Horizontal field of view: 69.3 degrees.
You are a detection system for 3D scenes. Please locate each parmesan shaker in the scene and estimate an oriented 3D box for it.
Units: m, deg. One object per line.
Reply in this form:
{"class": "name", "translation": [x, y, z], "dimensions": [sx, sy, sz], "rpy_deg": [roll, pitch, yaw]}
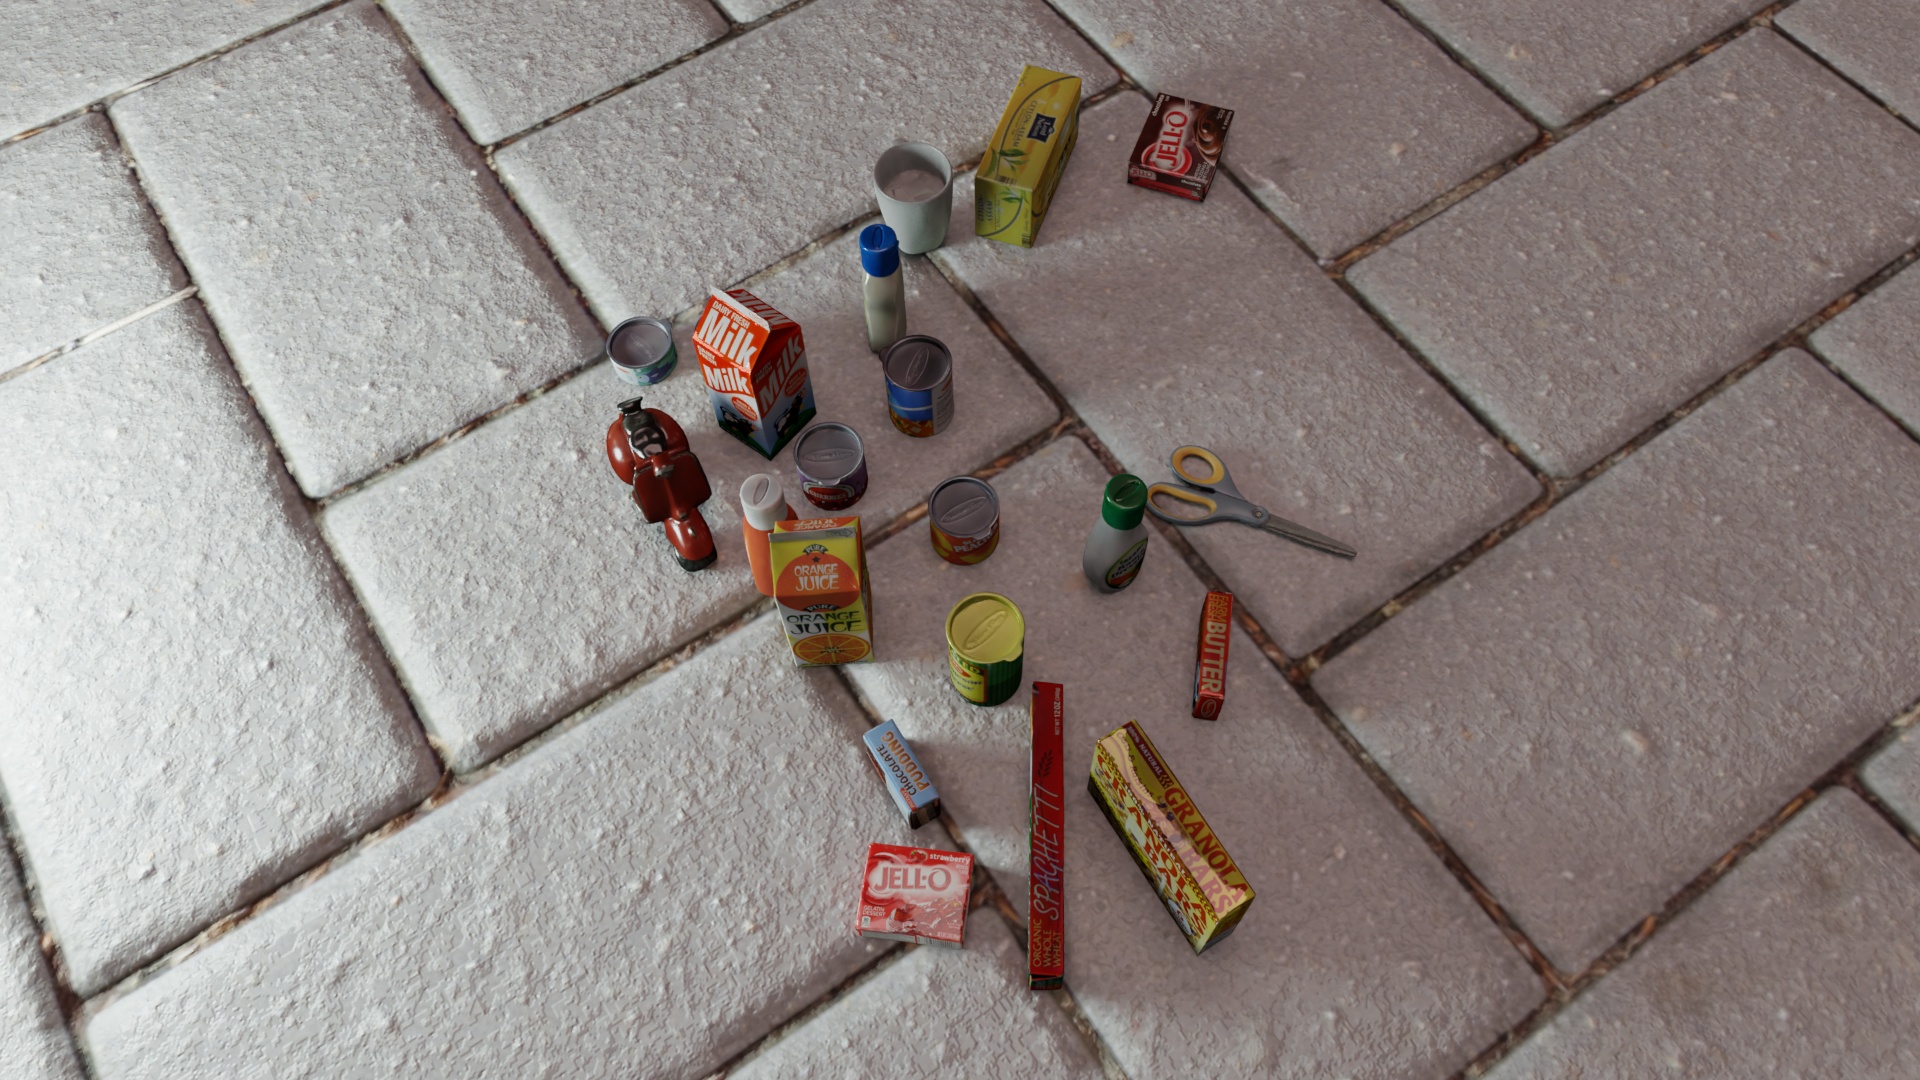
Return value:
{"class": "parmesan shaker", "translation": [0.024, 0.098, 1.202], "dimensions": [0.071, 0.102, 0.071], "rpy_deg": [0, 61, 1]}

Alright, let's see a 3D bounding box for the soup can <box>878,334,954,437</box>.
{"class": "soup can", "translation": [-0.042, -0.150, 1.352], "dimensions": [0.071, 0.083, 0.071], "rpy_deg": [0, 61, 1]}

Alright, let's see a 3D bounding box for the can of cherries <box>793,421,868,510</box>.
{"class": "can of cherries", "translation": [-0.123, -0.068, 1.322], "dimensions": [0.071, 0.058, 0.072], "rpy_deg": [0, 61, 1]}

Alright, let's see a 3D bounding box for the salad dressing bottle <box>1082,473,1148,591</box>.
{"class": "salad dressing bottle", "translation": [0.141, -0.007, 1.233], "dimensions": [0.064, 0.147, 0.044], "rpy_deg": [-36, 67, -17]}

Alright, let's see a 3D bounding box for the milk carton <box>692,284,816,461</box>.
{"class": "milk carton", "translation": [-0.193, -0.164, 1.302], "dimensions": [0.072, 0.189, 0.074], "rpy_deg": [33, 67, 18]}

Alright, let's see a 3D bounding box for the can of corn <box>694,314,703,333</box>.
{"class": "can of corn", "translation": [-0.228, -0.191, 1.393], "dimensions": [0.071, 0.058, 0.071], "rpy_deg": [0, 61, 1]}

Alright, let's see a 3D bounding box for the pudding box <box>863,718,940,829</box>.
{"class": "pudding box", "translation": [-0.050, 0.198, 1.179], "dimensions": [0.030, 0.049, 0.084], "rpy_deg": [-28, 64, -13]}

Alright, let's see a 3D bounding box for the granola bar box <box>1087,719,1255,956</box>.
{"class": "granola bar box", "translation": [0.165, 0.238, 1.111], "dimensions": [0.039, 0.123, 0.166], "rpy_deg": [-28, 64, -13]}

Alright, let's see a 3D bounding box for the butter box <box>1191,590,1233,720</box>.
{"class": "butter box", "translation": [0.222, 0.101, 1.225], "dimensions": [0.024, 0.053, 0.104], "rpy_deg": [8, 62, 5]}

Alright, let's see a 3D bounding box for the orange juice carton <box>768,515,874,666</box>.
{"class": "orange juice carton", "translation": [-0.117, 0.037, 1.188], "dimensions": [0.072, 0.191, 0.073], "rpy_deg": [-3, 61, -1]}

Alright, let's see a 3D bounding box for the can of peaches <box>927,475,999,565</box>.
{"class": "can of peaches", "translation": [0.005, -0.016, 1.292], "dimensions": [0.071, 0.057, 0.071], "rpy_deg": [0, 61, 1]}

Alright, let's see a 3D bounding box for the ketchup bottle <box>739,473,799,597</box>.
{"class": "ketchup bottle", "translation": [-0.168, -0.007, 1.238], "dimensions": [0.043, 0.148, 0.065], "rpy_deg": [15, 63, 9]}

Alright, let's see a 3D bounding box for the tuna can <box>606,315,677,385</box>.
{"class": "tuna can", "translation": [-0.321, -0.194, 1.410], "dimensions": [0.071, 0.032, 0.071], "rpy_deg": [0, 61, 1]}

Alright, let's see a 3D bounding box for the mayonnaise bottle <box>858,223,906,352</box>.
{"class": "mayonnaise bottle", "translation": [-0.077, -0.251, 1.372], "dimensions": [0.041, 0.147, 0.065], "rpy_deg": [2, 62, 2]}

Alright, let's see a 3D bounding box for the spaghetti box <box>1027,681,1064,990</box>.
{"class": "spaghetti box", "translation": [0.071, 0.242, 1.152], "dimensions": [0.029, 0.050, 0.251], "rpy_deg": [1, 61, 2]}
